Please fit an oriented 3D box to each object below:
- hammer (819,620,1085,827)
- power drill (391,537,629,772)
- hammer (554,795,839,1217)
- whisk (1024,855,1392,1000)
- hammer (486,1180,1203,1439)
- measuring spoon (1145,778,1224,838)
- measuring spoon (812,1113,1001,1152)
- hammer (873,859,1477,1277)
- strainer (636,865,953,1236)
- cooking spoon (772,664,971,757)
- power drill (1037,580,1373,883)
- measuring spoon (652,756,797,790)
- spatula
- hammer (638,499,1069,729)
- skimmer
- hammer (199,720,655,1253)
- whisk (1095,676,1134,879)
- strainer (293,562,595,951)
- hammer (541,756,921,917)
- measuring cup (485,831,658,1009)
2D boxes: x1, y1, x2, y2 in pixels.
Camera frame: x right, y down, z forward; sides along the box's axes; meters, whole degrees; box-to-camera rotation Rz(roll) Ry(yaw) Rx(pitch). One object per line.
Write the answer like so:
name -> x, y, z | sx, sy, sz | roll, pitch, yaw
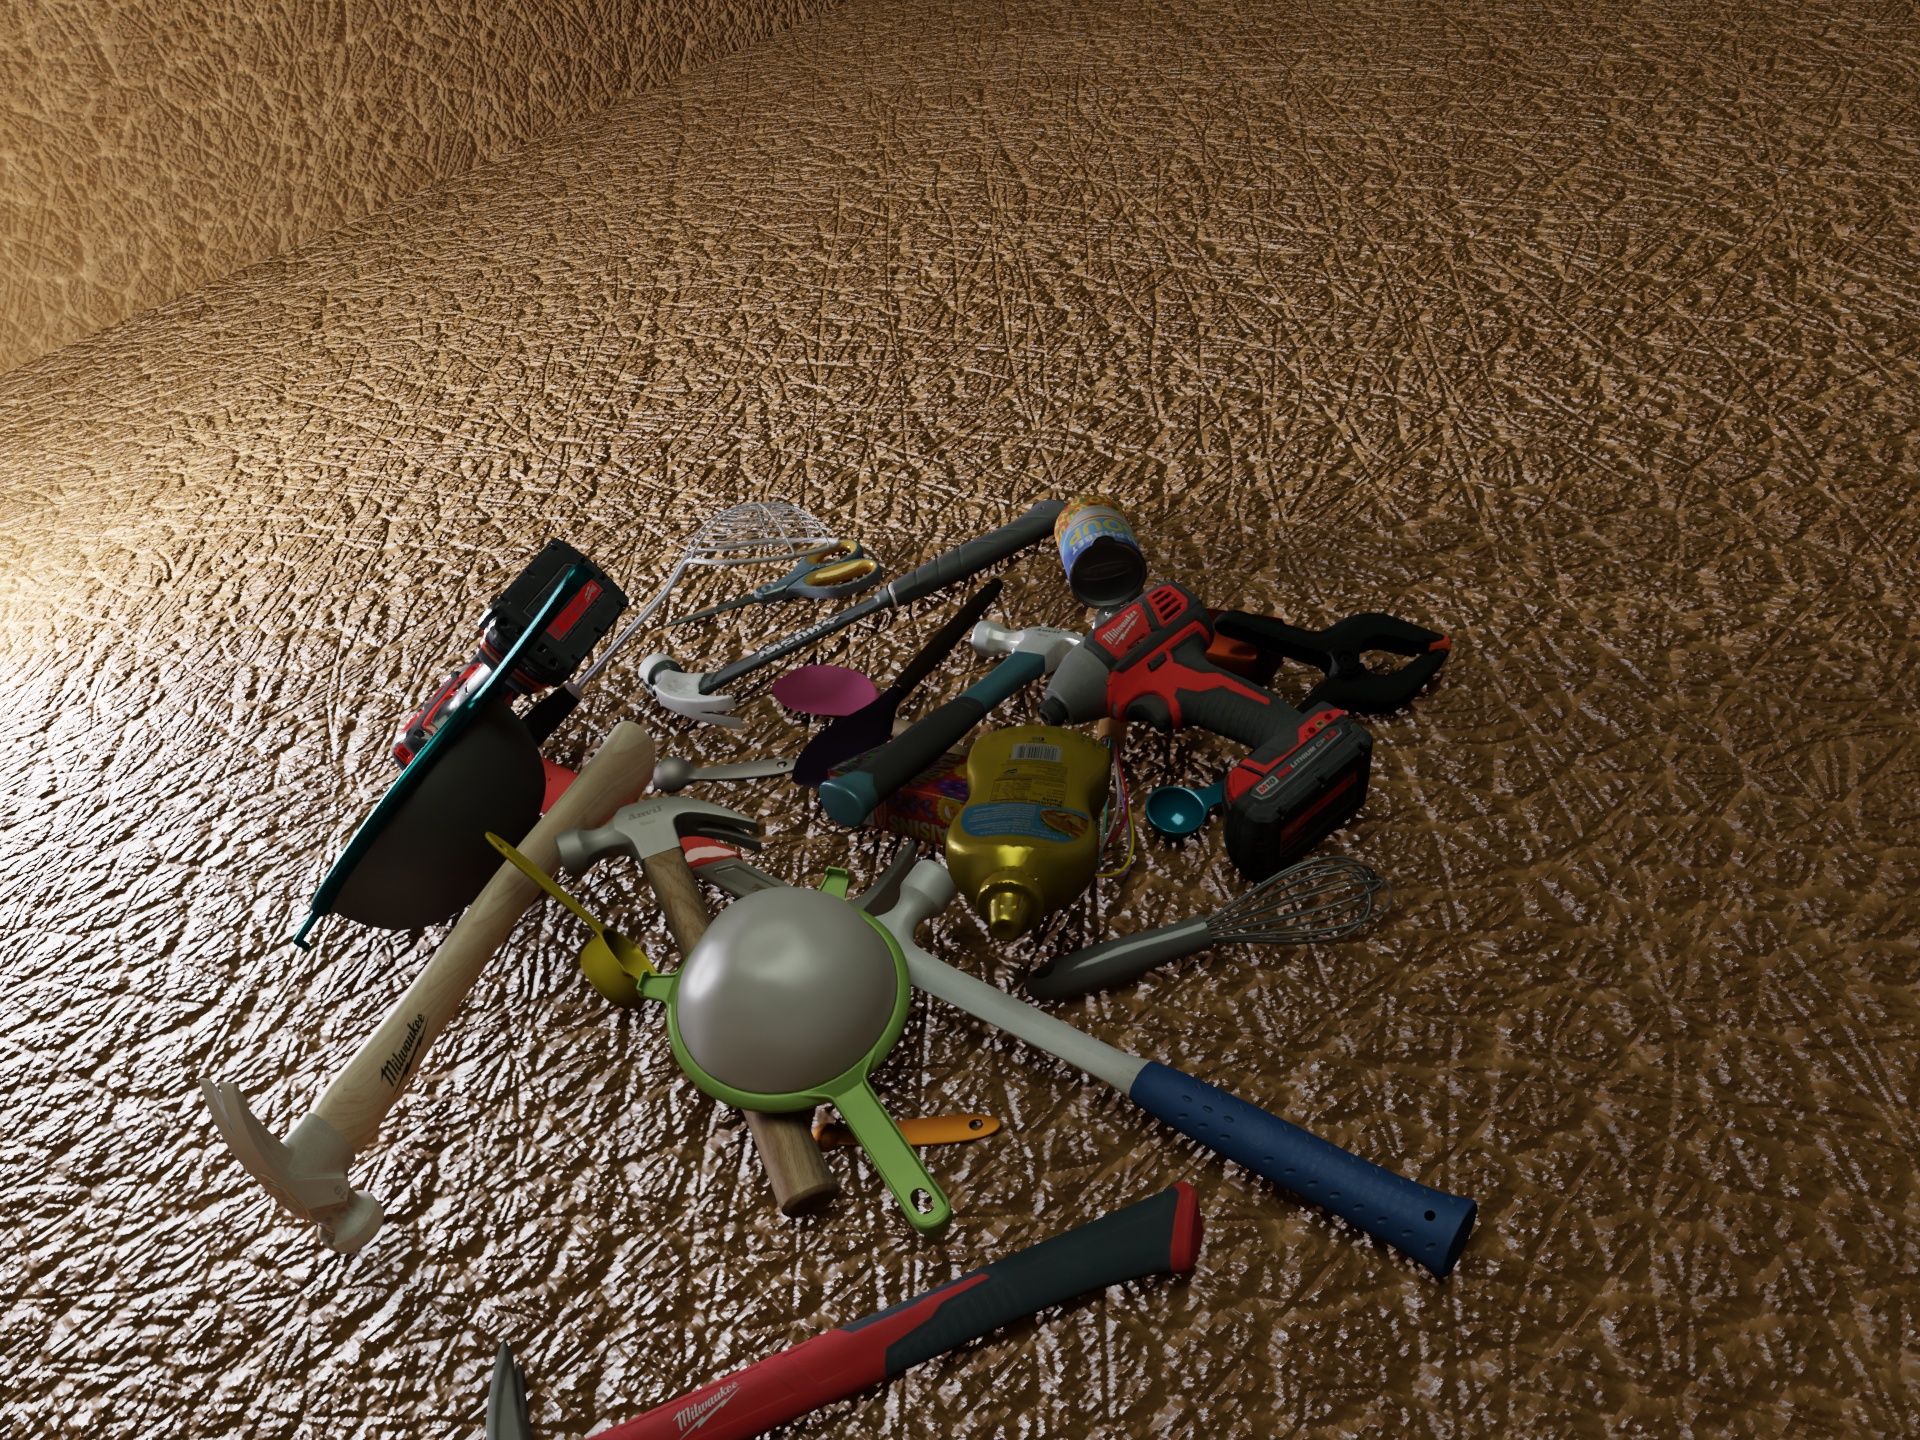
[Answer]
hammer -> -0.002, -0.004, 1.173 | 0.128, 0.033, 0.331 | 9, 26, 28
power drill -> -0.368, -0.055, 1.321 | 0.226, 0.080, 0.188 | -36, 18, 40
hammer -> -0.152, 0.168, 1.011 | 0.130, 0.031, 0.332 | -19, 48, -17
whisk -> 0.155, 0.136, 1.003 | 0.239, 0.055, 0.055 | -18, 37, 2
hammer -> -0.056, 0.320, 0.835 | 0.386, 0.038, 0.143 | -21, 36, -9
measuring spoon -> 0.187, 0.055, 1.122 | 0.128, 0.021, 0.042 | -18, 51, -20
measuring spoon -> -0.034, 0.243, 0.947 | 0.117, 0.011, 0.021 | -7, 37, 9
hammer -> 0.092, 0.208, 0.915 | 0.406, 0.035, 0.144 | 21, 59, 33
strainer -> -0.080, 0.183, 0.917 | 0.151, 0.069, 0.257 | -28, 49, -17
cooking spoon -> -0.036, 0.012, 1.244 | 0.069, 0.017, 0.319 | -34, 40, -32
power drill -> 0.163, 0.003, 1.097 | 0.143, 0.078, 0.220 | -35, 54, -17
measuring spoon -> -0.188, 0.036, 1.263 | 0.124, 0.018, 0.034 | -5, 37, 11
spatula -> -0.041, -0.036, 1.287 | 0.060, 0.018, 0.316 | 9, 37, 28
hammer -> -0.072, -0.101, 1.380 | 0.409, 0.036, 0.149 | -28, 29, -20
skimmer -> -0.254, -0.049, 1.314 | 0.363, 0.090, 0.127 | -47, 20, -3
hammer -> -0.324, 0.136, 1.058 | 0.038, 0.146, 0.411 | -2, 39, 30
whisk -> 0.105, 0.030, 1.158 | 0.047, 0.051, 0.245 | -9, 34, 16
strainer -> -0.331, 0.035, 1.143 | 0.340, 0.095, 0.211 | -47, 11, 23
hammer -> -0.201, 0.090, 1.183 | 0.359, 0.036, 0.149 | 21, 49, 37
measuring cup -> -0.266, 0.136, 1.065 | 0.029, 0.156, 0.062 | -46, 9, 2
